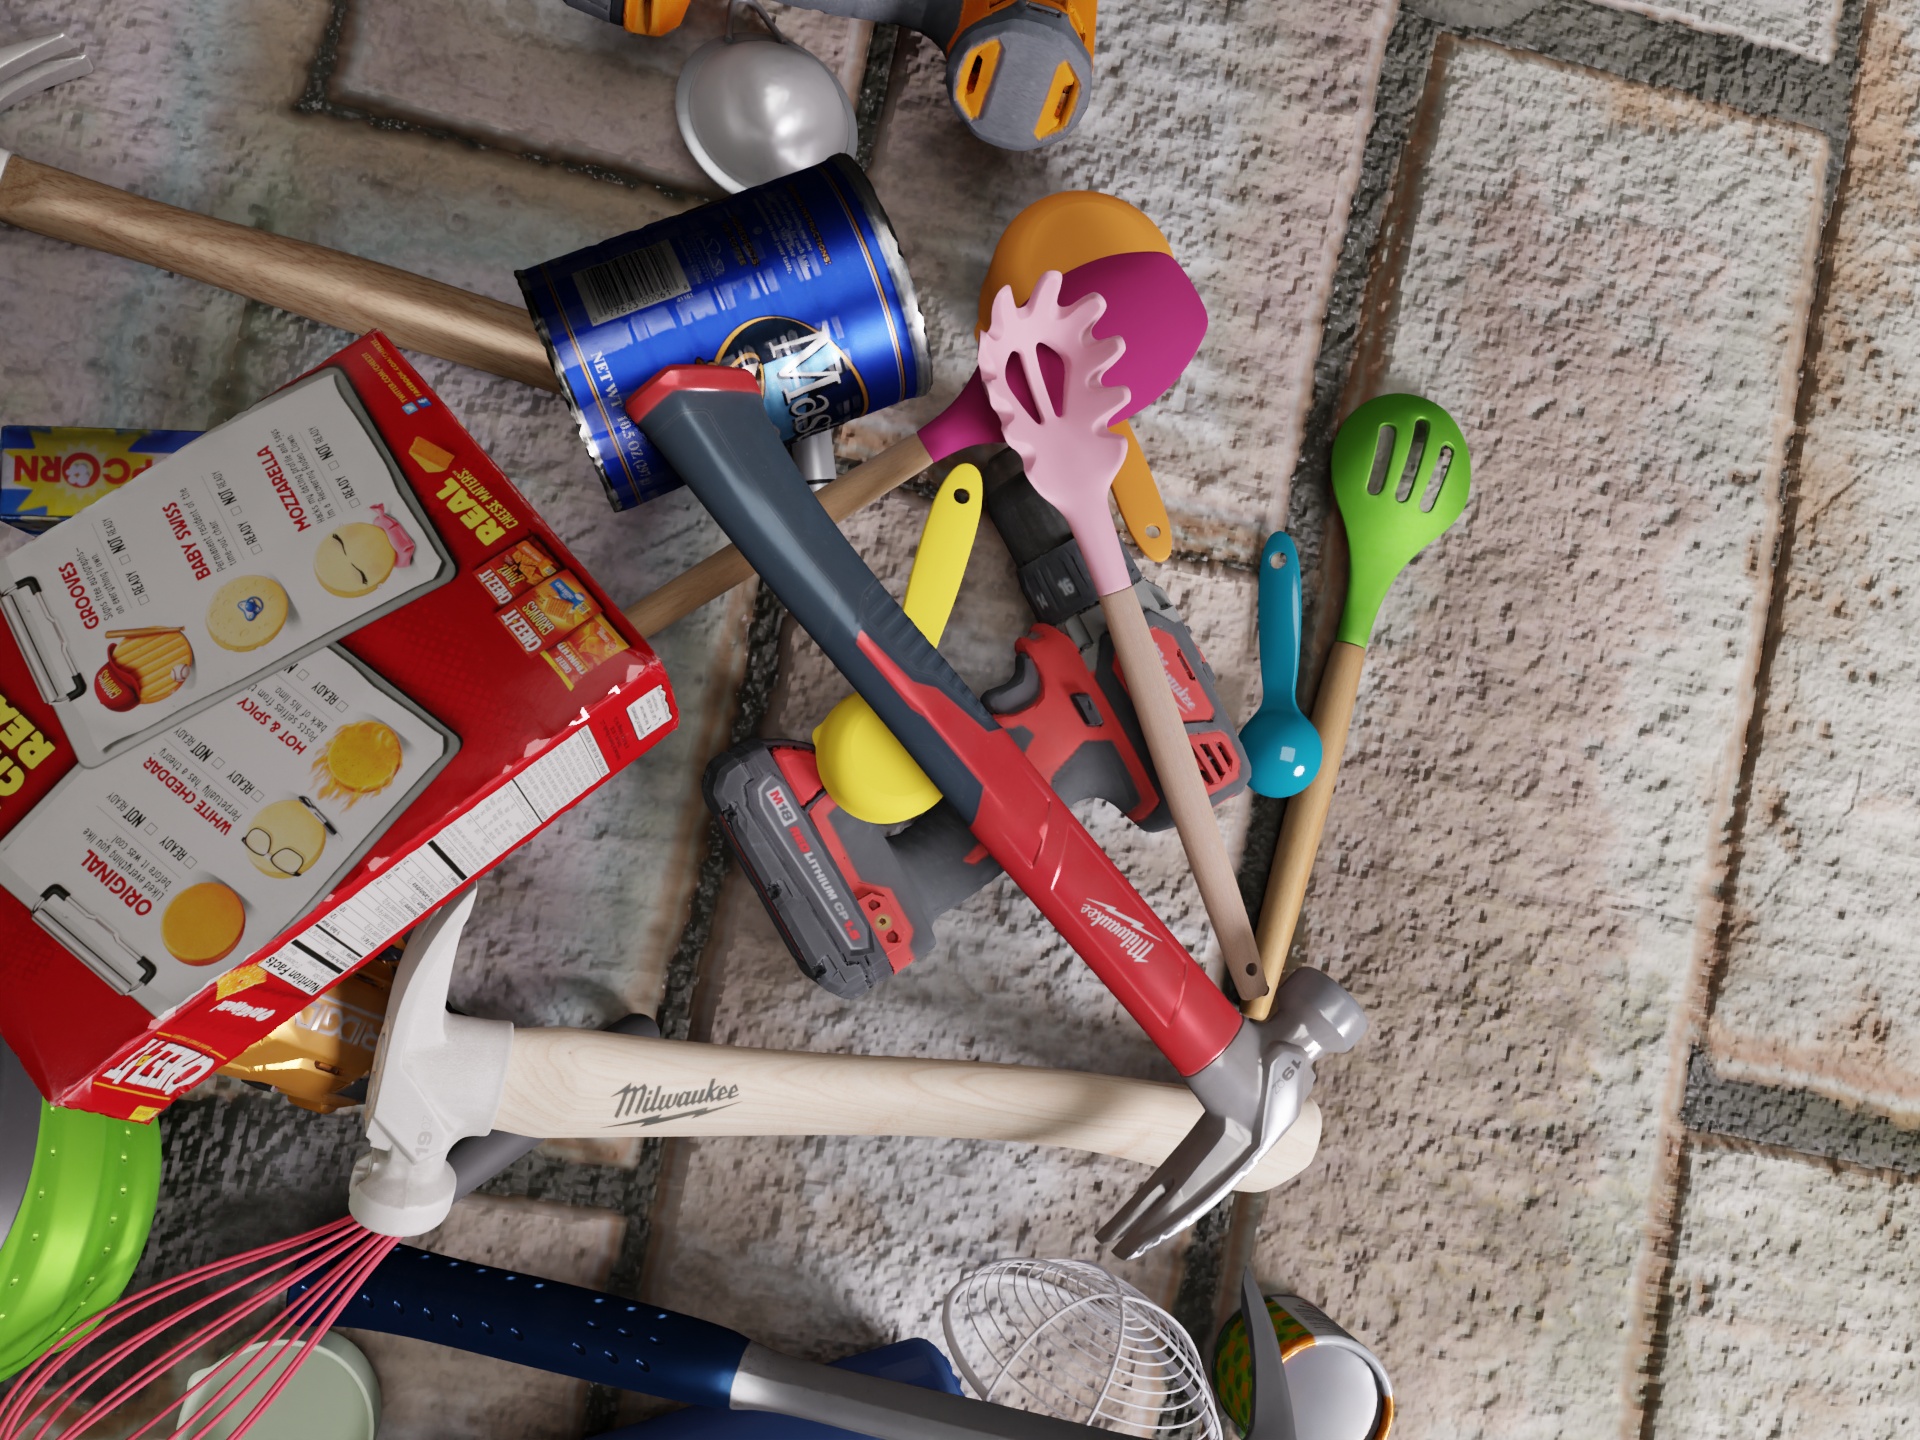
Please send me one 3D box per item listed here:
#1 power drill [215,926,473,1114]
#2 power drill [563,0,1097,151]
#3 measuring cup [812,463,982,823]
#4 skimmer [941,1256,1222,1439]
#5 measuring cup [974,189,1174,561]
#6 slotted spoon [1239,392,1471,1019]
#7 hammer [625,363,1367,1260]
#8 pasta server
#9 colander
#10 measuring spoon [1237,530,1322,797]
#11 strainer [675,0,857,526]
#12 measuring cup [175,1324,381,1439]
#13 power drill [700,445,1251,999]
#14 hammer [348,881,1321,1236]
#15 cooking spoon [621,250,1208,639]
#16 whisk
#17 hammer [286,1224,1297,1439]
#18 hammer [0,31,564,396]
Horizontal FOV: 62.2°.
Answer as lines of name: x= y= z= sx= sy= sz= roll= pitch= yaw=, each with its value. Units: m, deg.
power drill: x=-0.212 y=0.045 z=0.634 sx=0.084 sy=0.185 sz=0.226 roll=11 pitch=70 yaw=24
power drill: x=-0.048 y=-0.344 z=0.697 sx=0.226 sy=0.084 sz=0.164 roll=14 pitch=52 yaw=-9
measuring cup: x=-0.015 y=-0.034 z=0.649 sx=0.062 sy=0.029 sz=0.156 roll=18 pitch=82 yaw=-12
skimmer: x=0.107 y=0.389 z=0.699 sx=0.090 sy=0.127 sz=0.363 roll=-25 pitch=103 yaw=2
measuring cup: x=0.068 y=-0.158 z=0.713 sx=0.095 sy=0.052 sz=0.174 roll=-14 pitch=74 yaw=-13
slotted spoon: x=0.181 y=-0.010 z=0.758 sx=0.070 sy=0.031 sz=0.314 roll=16 pitch=86 yaw=-2
hammer: x=-0.002 y=0.031 z=0.614 sx=0.143 sy=0.038 sz=0.386 roll=-43 pitch=103 yaw=-14
pasta server: x=0.076 y=-0.029 z=0.666 sx=0.060 sy=0.040 sz=0.316 roll=-21 pitch=96 yaw=-10
colander: x=-0.339 y=0.104 z=0.602 sx=0.094 sy=0.205 sz=0.397 roll=28 pitch=84 yaw=-50
measuring spoon: x=0.147 y=-0.028 z=0.749 sx=0.042 sy=0.021 sz=0.129 roll=-2 pitch=81 yaw=27
strainer: x=-0.076 y=-0.209 z=0.719 sx=0.087 sy=0.050 sz=0.258 roll=-8 pitch=92 yaw=-25
measuring cup: x=-0.306 y=0.324 z=0.652 sx=0.083 sy=0.038 sz=0.167 roll=39 pitch=84 yaw=-6
power drill: x=-0.001 y=-0.002 z=0.703 sx=0.226 sy=0.080 sz=0.188 roll=-29 pitch=92 yaw=-13
hammer: x=-0.022 y=0.147 z=0.651 sx=0.410 sy=0.038 sz=0.146 roll=10 pitch=109 yaw=-24
cooking spoon: x=-0.037 y=-0.105 z=0.691 sx=0.319 sy=0.017 sz=0.069 roll=-31 pitch=87 yaw=5
whisk: x=-0.236 y=0.203 z=0.618 sx=0.296 sy=0.073 sz=0.073 roll=-35 pitch=94 yaw=-34
hammer: x=-0.072 y=0.250 z=0.617 sx=0.405 sy=0.035 sz=0.144 roll=7 pitch=52 yaw=14
hammer: x=-0.289 y=-0.195 z=0.684 sx=0.331 sy=0.031 sz=0.130 roll=15 pitch=85 yaw=-9
